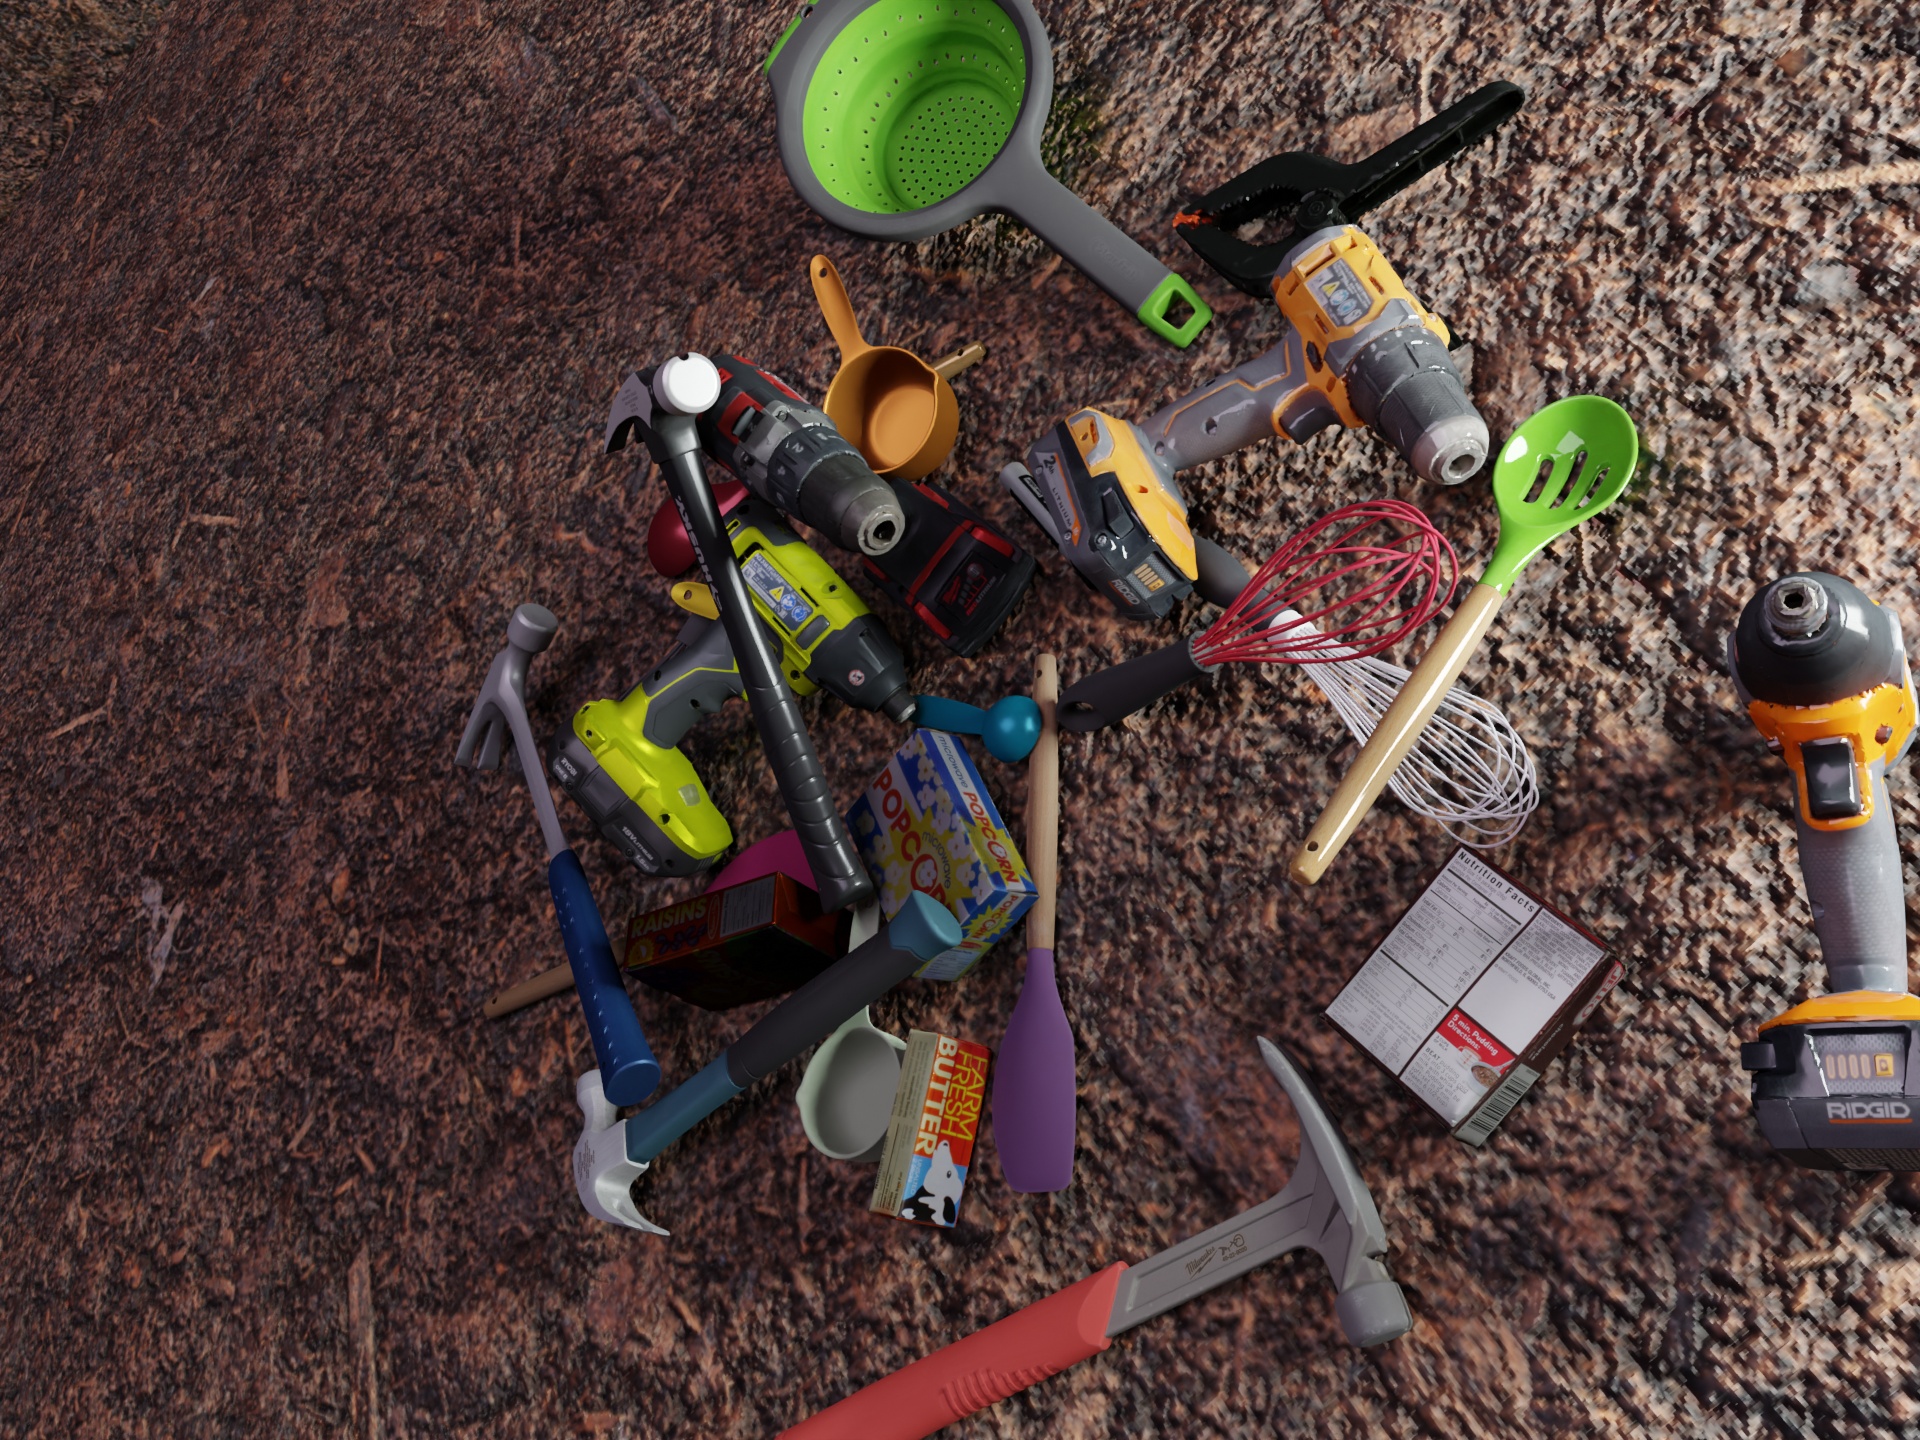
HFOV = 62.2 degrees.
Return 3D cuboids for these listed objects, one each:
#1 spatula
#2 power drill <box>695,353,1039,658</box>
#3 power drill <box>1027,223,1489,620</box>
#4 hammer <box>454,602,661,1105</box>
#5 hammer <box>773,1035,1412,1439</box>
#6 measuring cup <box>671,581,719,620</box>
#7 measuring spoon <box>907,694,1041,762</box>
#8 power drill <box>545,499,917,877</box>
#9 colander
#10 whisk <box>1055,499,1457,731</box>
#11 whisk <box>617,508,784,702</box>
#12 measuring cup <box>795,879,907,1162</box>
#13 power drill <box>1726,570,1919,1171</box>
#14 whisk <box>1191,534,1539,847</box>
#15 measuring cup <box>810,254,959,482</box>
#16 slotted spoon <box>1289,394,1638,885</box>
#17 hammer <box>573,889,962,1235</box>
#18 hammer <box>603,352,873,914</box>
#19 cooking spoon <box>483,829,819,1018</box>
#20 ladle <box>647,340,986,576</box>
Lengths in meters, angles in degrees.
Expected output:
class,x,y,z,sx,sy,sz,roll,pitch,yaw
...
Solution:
class,x,y,z,sx,sy,sz,roll,pitch,yaw
spatula,0.045,0.108,0.917,0.060,0.018,0.316,-16,62,39
power drill,-0.048,-0.119,0.947,0.080,0.226,0.188,-52,50,5
power drill,0.162,-0.148,0.864,0.226,0.084,0.186,-34,46,17
hammer,-0.279,0.095,1.100,0.144,0.035,0.406,-57,43,27
hammer,0.045,0.306,0.818,0.359,0.036,0.149,-33,54,20
measuring cup,-0.137,-0.069,1.105,0.157,0.029,0.062,20,87,31
measuring spoon,-0.002,-0.003,0.985,0.129,0.021,0.042,12,81,48
power drill,-0.148,-0.008,1.040,0.223,0.080,0.171,-45,83,15
colander,0.032,-0.372,1.105,0.204,0.094,0.397,-48,69,9
whisk,0.141,-0.043,0.836,0.296,0.073,0.073,-27,53,53
whisk,-0.192,-0.053,1.143,0.055,0.055,0.239,25,81,40
measuring cup,-0.051,0.178,0.944,0.083,0.038,0.168,-16,58,34
power drill,0.349,0.056,0.627,0.084,0.164,0.227,-9,67,32
whisk,0.197,-0.031,0.846,0.070,0.070,0.285,-50,46,8
measuring cup,-0.060,-0.243,1.099,0.095,0.052,0.174,-28,72,20
slotted spoon,0.243,-0.043,0.775,0.070,0.031,0.314,19,62,40
hammer,-0.124,0.199,0.950,0.331,0.033,0.128,-39,42,26
hammer,-0.123,-0.041,0.925,0.035,0.334,0.146,-25,13,-24
cooking spoon,-0.210,0.148,1.083,0.319,0.017,0.069,-25,48,25
ladle,-0.115,-0.194,1.162,0.315,0.031,0.069,-26,59,22
